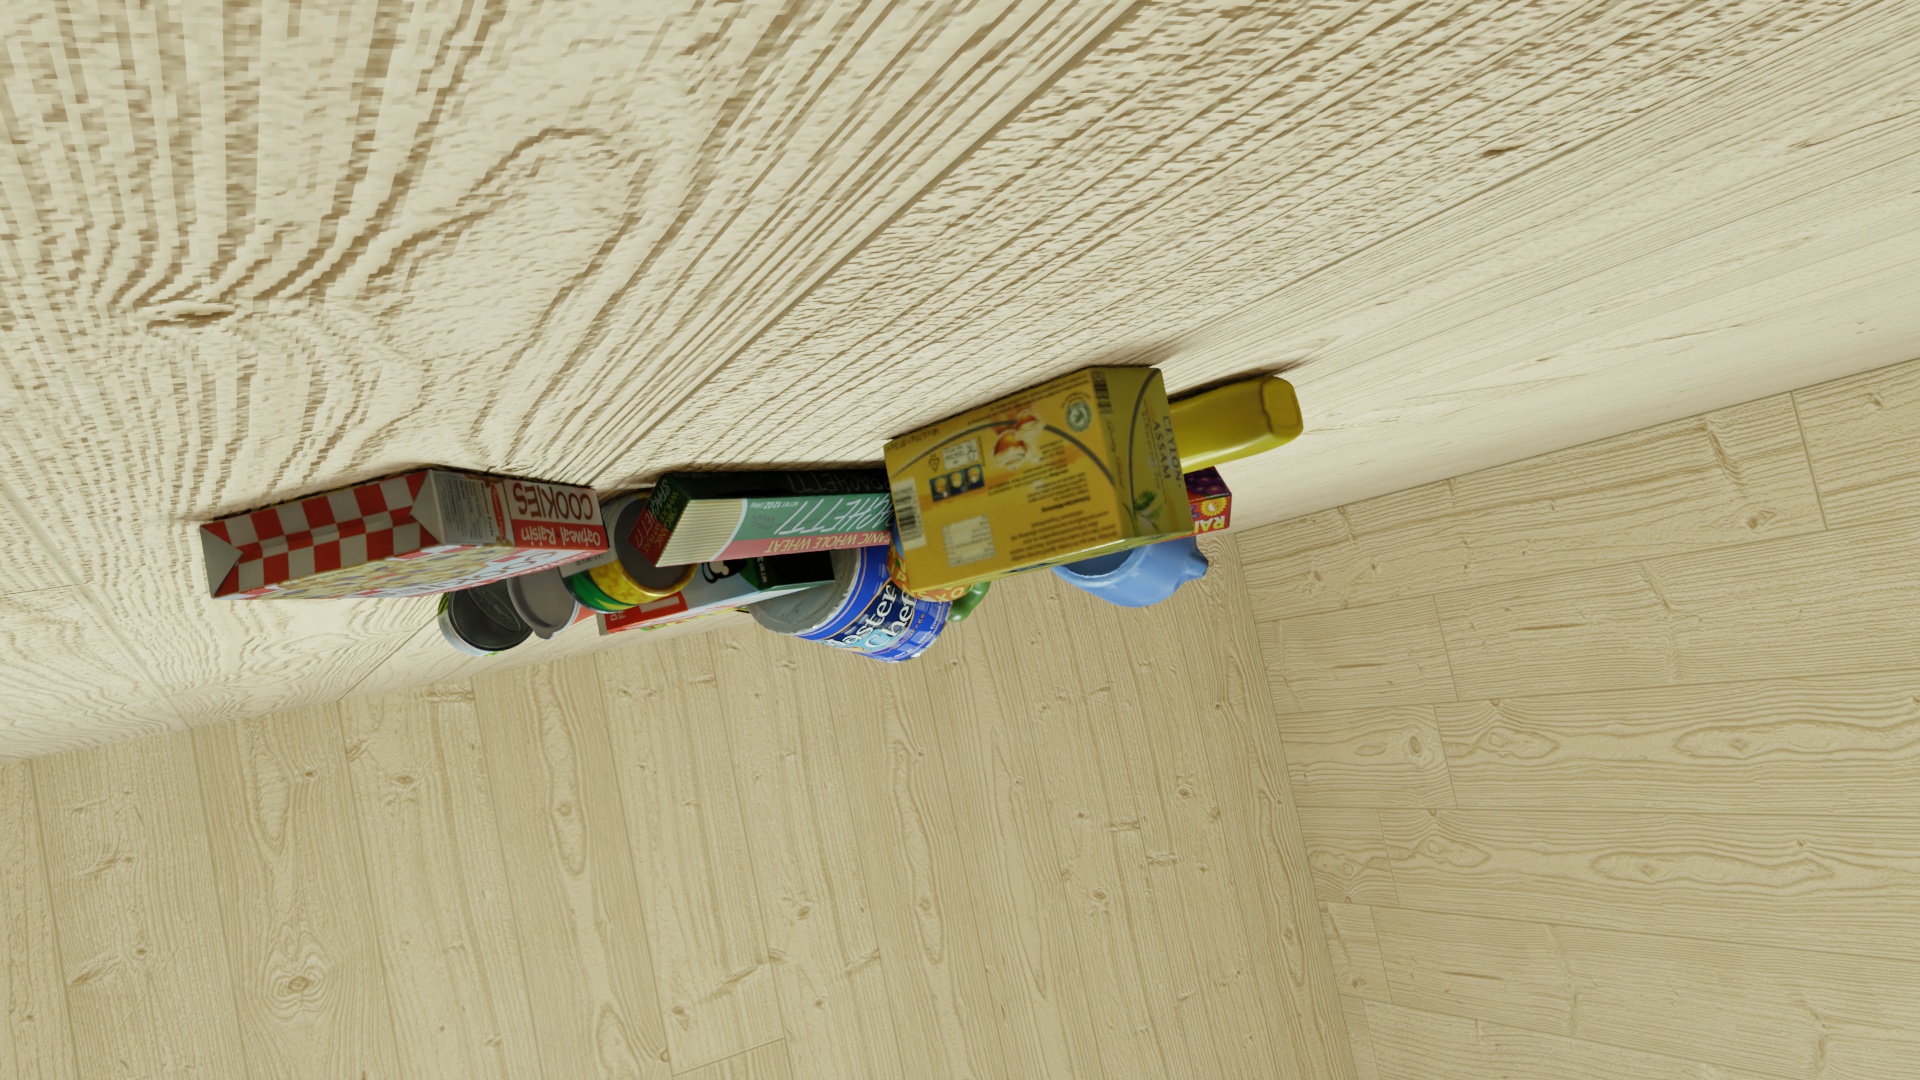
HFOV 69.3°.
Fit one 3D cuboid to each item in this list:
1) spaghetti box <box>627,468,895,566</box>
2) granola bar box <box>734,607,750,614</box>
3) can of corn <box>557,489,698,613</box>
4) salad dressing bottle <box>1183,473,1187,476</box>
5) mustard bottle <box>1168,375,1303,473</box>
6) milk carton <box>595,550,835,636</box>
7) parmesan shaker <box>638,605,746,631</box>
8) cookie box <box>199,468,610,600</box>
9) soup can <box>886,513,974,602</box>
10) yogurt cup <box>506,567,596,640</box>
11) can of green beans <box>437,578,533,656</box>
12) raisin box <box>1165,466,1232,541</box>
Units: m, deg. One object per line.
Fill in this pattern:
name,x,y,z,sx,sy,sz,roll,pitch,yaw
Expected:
spaghetti box,-0.102,-0.019,0.885,0.251,0.029,0.050,-6,133,-56
granola bar box,-0.181,0.038,1.262,0.124,0.039,0.166,9,-176,21
can of corn,-0.199,0.008,0.845,0.058,0.071,0.071,-16,174,42
salad dressing bottle,0.109,-0.047,1.079,0.148,0.064,0.043,-19,159,-21
mustard bottle,0.144,-0.068,0.924,0.160,0.049,0.065,-14,176,38
milk carton,-0.190,0.016,0.971,0.190,0.072,0.073,-15,175,28
parmesan shaker,-0.223,0.034,1.147,0.103,0.071,0.071,-13,176,20
cookie box,-0.276,0.001,0.715,0.123,0.040,0.167,-13,176,11
soup can,-0.011,-0.007,0.927,0.071,0.071,0.083,-10,142,-20
yogurt cup,-0.262,0.024,0.933,0.072,0.072,0.054,-15,-177,35
can of green beans,-0.355,0.053,1.044,0.071,0.071,0.057,-9,176,-29
raisin box,0.148,-0.038,1.133,0.123,0.039,0.086,-11,-141,-8
